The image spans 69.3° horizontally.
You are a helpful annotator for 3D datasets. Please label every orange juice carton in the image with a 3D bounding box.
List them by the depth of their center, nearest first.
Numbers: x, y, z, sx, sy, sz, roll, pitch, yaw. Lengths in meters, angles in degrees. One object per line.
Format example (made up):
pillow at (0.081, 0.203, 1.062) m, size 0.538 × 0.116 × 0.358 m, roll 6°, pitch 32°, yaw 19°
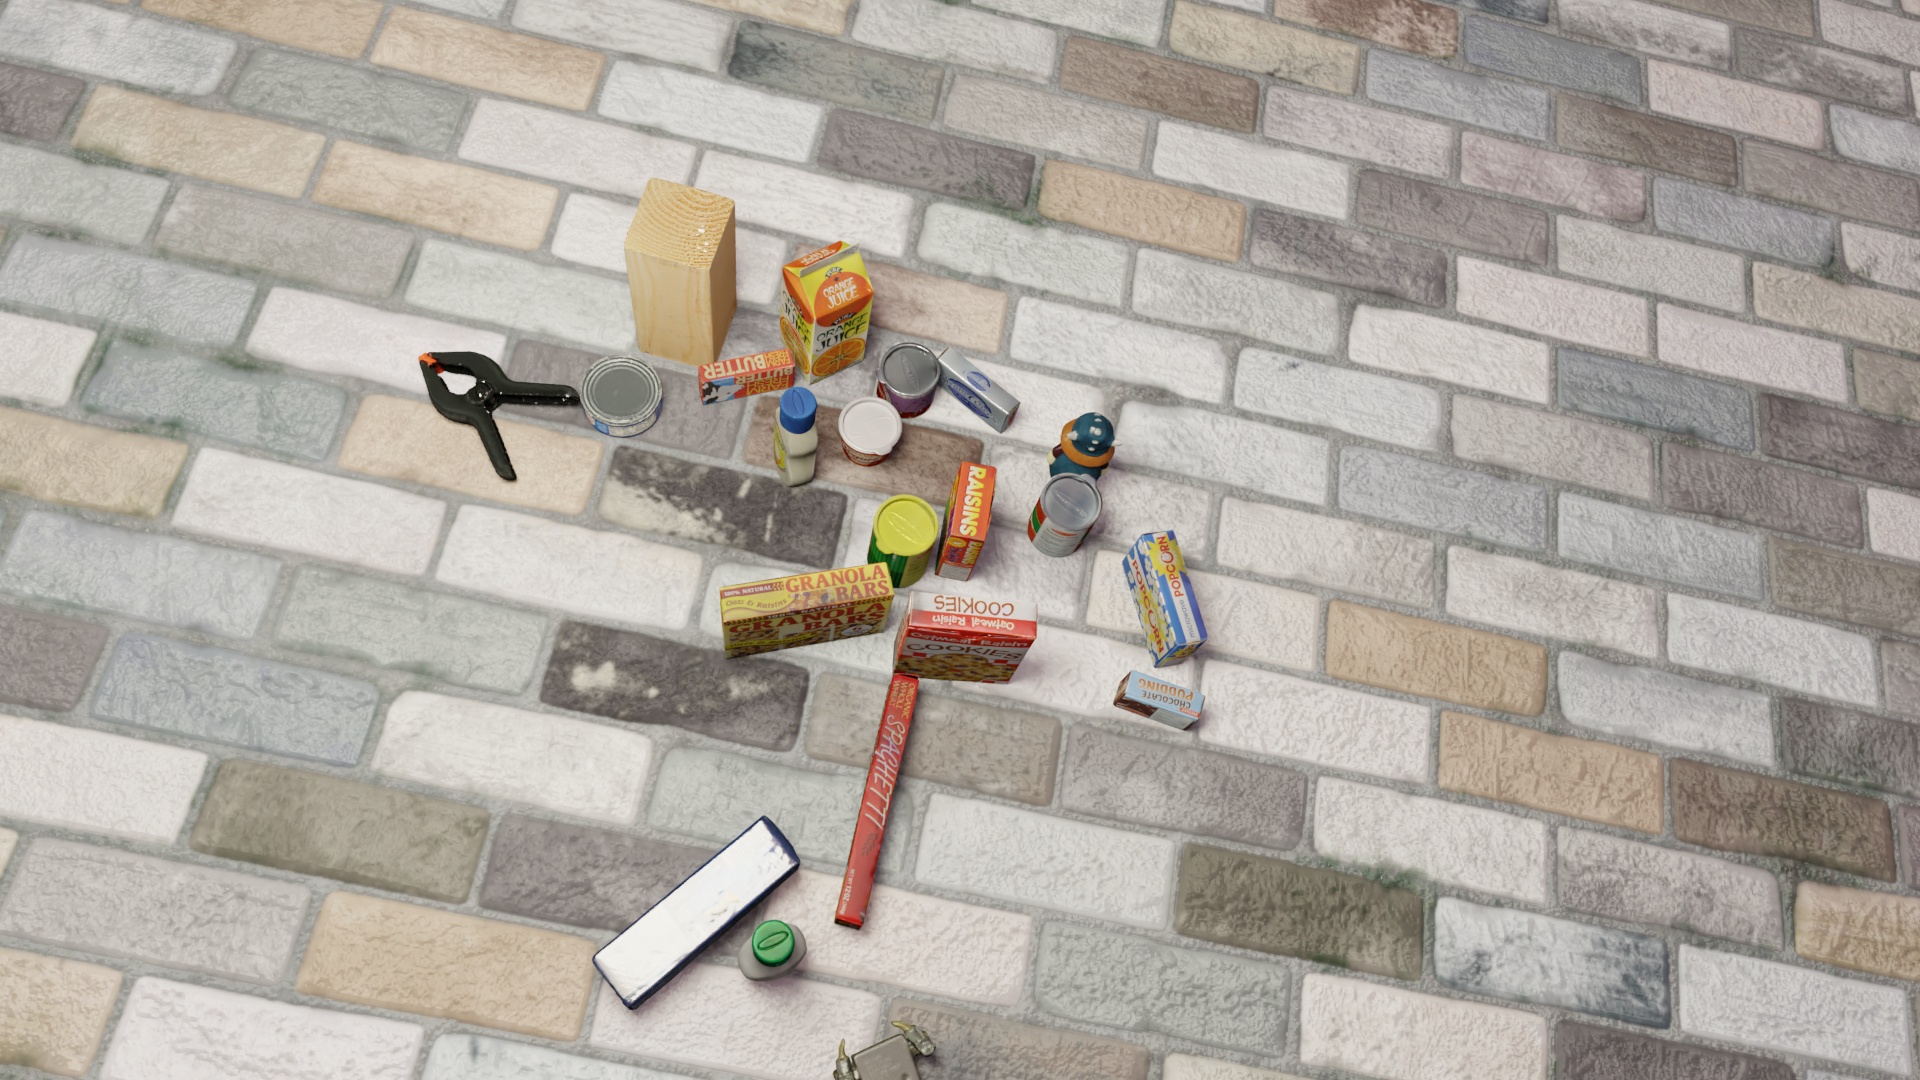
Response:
orange juice carton at (-0.144, -0.251, 1.481) m, size 0.072 × 0.192 × 0.073 m, roll -28°, pitch 75°, yaw -18°

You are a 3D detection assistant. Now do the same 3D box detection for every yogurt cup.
yogurt cup at (-0.100, -0.115, 1.508) m, size 0.072 × 0.053 × 0.072 m, roll 3°, pitch 68°, yaw -8°

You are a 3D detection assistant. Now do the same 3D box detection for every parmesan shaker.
parmesan shaker at (-0.063, 0.004, 1.439) m, size 0.071 × 0.102 × 0.071 m, roll 3°, pitch 68°, yaw -8°

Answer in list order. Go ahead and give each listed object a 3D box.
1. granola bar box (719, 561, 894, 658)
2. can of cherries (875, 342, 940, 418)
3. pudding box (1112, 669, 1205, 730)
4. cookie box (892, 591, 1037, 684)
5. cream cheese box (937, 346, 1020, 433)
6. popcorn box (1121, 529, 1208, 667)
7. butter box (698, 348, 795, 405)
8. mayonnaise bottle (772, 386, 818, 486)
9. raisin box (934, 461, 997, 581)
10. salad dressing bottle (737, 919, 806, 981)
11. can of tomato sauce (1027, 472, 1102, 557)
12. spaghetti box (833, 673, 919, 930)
granola bar box at (-0.156, 0.070, 1.387) m, size 0.166 × 0.123 × 0.039 m, roll -9°, pitch 70°, yaw -12°
can of cherries at (-0.061, -0.176, 1.537) m, size 0.071 × 0.058 × 0.072 m, roll 3°, pitch 68°, yaw -8°
pudding box at (0.206, 0.166, 1.444) m, size 0.084 × 0.049 × 0.030 m, roll 19°, pitch 67°, yaw -1°
cookie box at (0.001, 0.100, 1.375) m, size 0.123 × 0.166 × 0.040 m, roll 5°, pitch 68°, yaw -7°
cream cheese box at (0.017, -0.167, 1.547) m, size 0.104 × 0.053 × 0.024 m, roll 39°, pitch 68°, yaw 8°
popcorn box at (0.215, 0.062, 1.469) m, size 0.038 × 0.085 × 0.127 m, roll -10°, pitch 70°, yaw -13°
butter box at (-0.233, -0.179, 1.514) m, size 0.104 × 0.053 × 0.024 m, roll -13°, pitch 71°, yaw -14°
mayonnaise bottle at (-0.172, -0.111, 1.444) m, size 0.041 × 0.147 × 0.065 m, roll -15°, pitch 72°, yaw -14°
raisin box at (0.005, -0.018, 1.448) m, size 0.040 × 0.123 × 0.086 m, roll 12°, pitch 67°, yaw -4°
salad dressing bottle at (-0.169, 0.368, 1.251) m, size 0.064 × 0.147 × 0.044 m, roll -21°, pitch 73°, yaw -16°
can of tomato sauce at (0.111, -0.028, 1.490) m, size 0.071 × 0.082 × 0.071 m, roll 3°, pitch 68°, yaw -8°
spaghetti box at (-0.082, 0.253, 1.365) m, size 0.029 × 0.050 × 0.251 m, roll 14°, pitch 67°, yaw -3°
